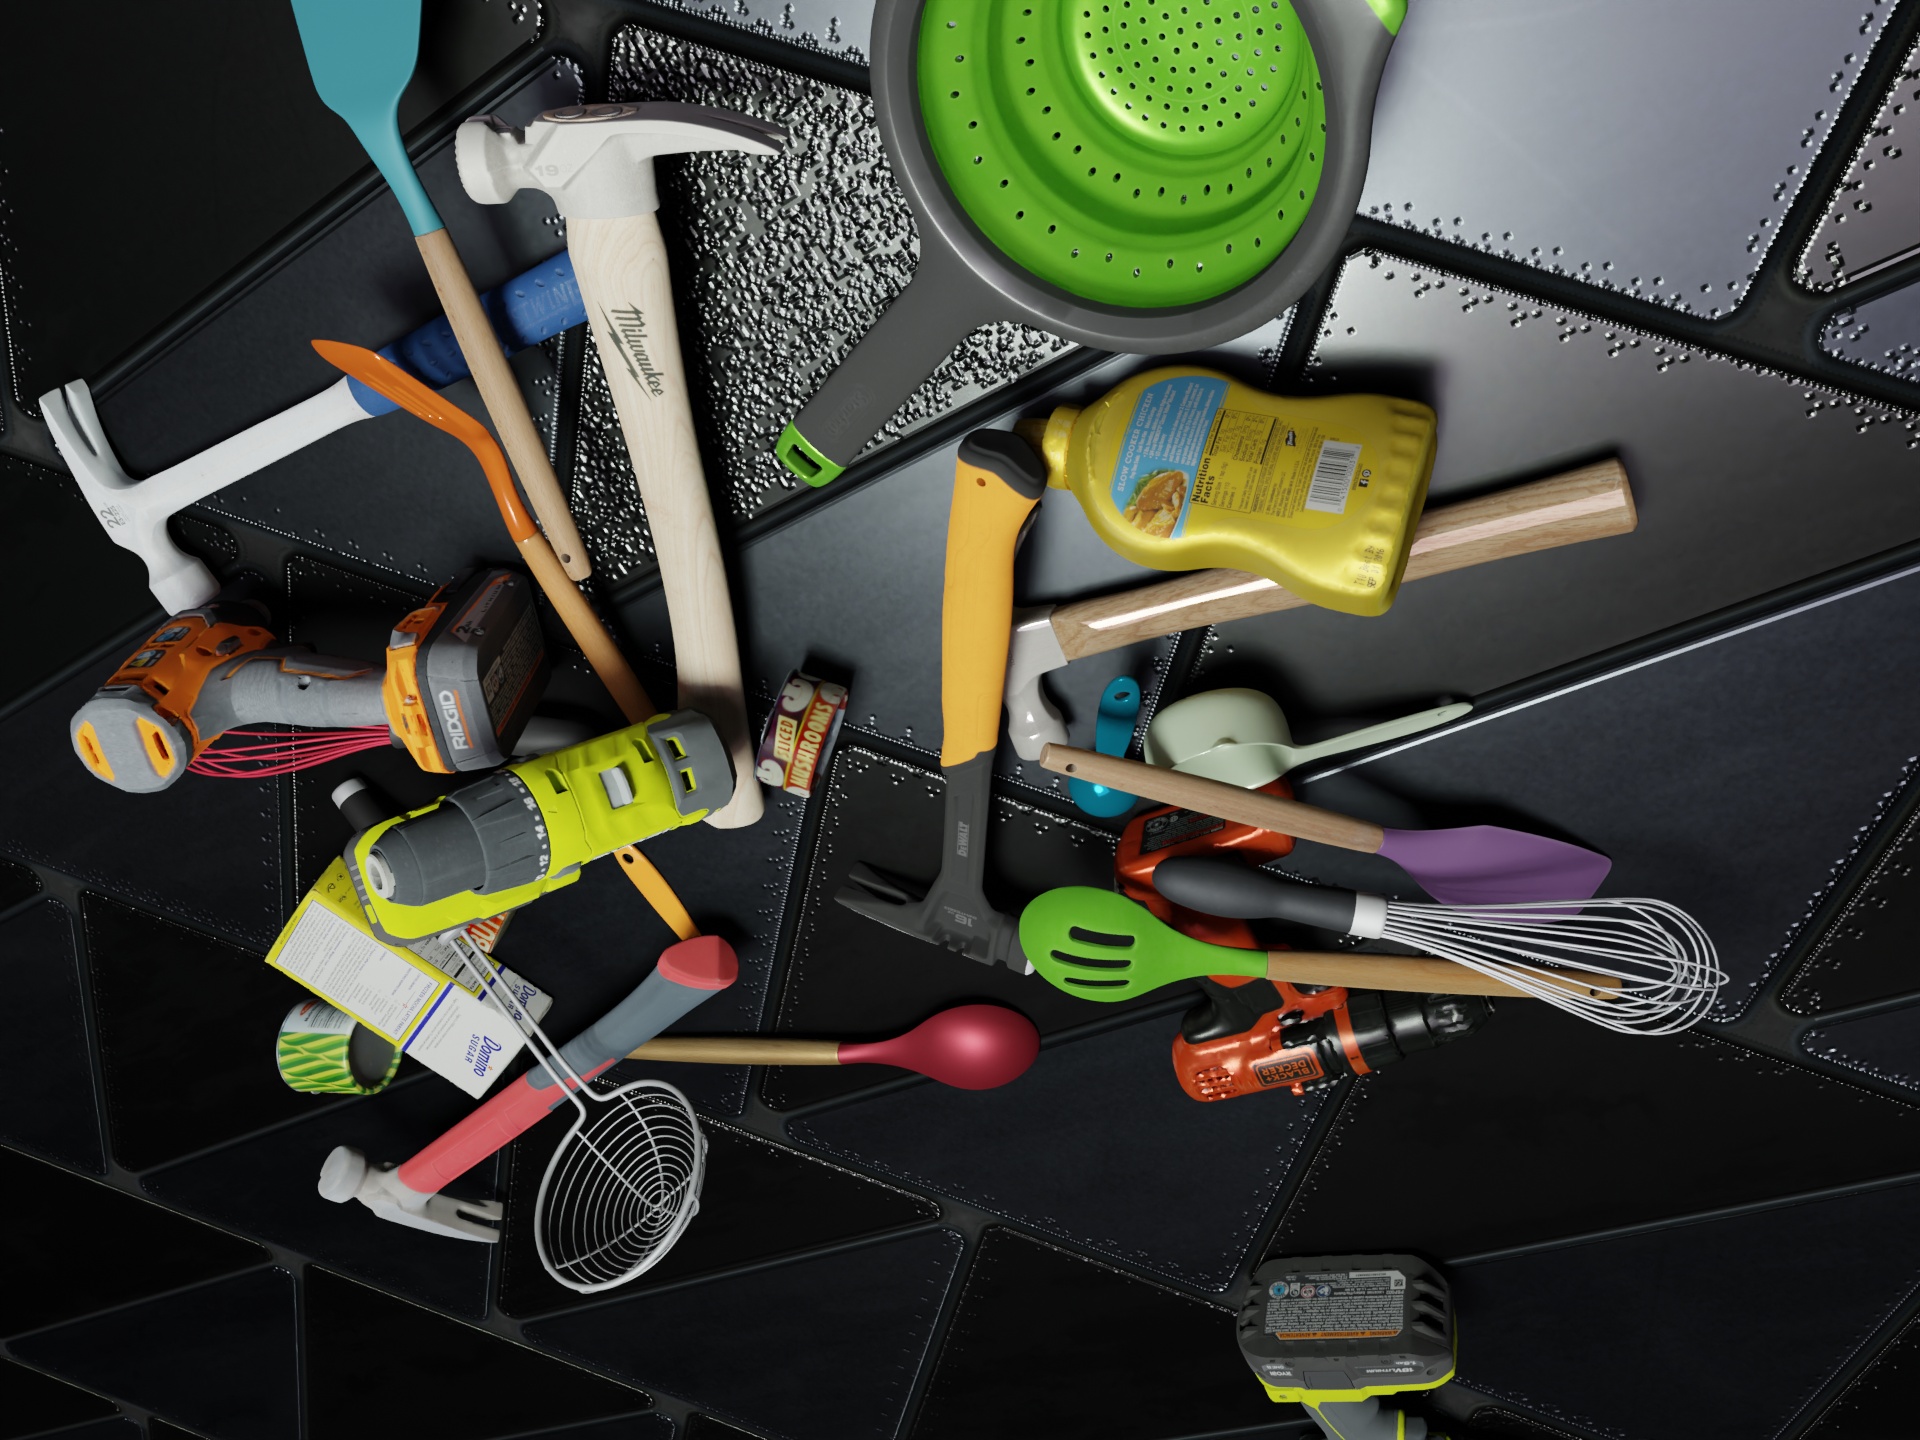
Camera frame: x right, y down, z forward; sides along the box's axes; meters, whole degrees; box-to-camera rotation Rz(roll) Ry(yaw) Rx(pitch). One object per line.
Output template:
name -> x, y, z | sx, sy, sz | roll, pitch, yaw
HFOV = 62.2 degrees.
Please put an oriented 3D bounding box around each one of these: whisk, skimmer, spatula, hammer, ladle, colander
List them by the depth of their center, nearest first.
colander -> 0.031, -0.228, 0.700 | 0.204, 0.094, 0.397 | 41, 142, -11
spatula -> -0.240, -0.216, 0.777 | 0.082, 0.044, 0.317 | -8, 117, 21
hammer -> 0.154, -0.071, 0.783 | 0.331, 0.031, 0.130 | -13, 117, 23
whisk -> 0.238, 0.105, 0.803 | 0.284, 0.070, 0.070 | 10, 124, 8
spatula -> 0.188, 0.056, 0.808 | 0.315, 0.018, 0.059 | 15, 121, -14
hammer -> -0.137, -0.107, 0.824 | 0.146, 0.038, 0.410 | -1, 128, 6
hammer -> -0.001, -0.003, 0.837 | 0.127, 0.034, 0.336 | 18, 132, 16
hammer -> -0.336, -0.178, 0.862 | 0.405, 0.035, 0.144 | -17, 115, 26
spatula -> -0.231, -0.077, 0.863 | 0.081, 0.041, 0.322 | 19, 145, 45
skimmer -> -0.286, 0.177, 0.971 | 0.127, 0.090, 0.363 | -41, 81, 4
whisk -> -0.361, 0.004, 0.973 | 0.296, 0.073, 0.073 | 2, 122, 9
ladle -> -0.101, 0.216, 1.045 | 0.315, 0.031, 0.069 | -4, 121, 21
hammer -> -0.273, 0.257, 1.084 | 0.386, 0.038, 0.143 | -37, 130, 28

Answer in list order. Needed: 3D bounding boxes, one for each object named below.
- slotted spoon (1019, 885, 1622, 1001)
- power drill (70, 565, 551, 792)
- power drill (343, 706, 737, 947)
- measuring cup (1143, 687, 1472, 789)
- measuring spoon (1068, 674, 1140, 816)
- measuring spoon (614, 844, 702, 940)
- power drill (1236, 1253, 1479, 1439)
slotted spoon -> 0.187, 0.128, 0.836 | 0.314, 0.031, 0.070 | 4, 116, 3
power drill -> -0.358, -0.031, 0.904 | 0.226, 0.164, 0.084 | -4, 121, 5
power drill -> -0.253, 0.065, 0.872 | 0.228, 0.190, 0.080 | -21, 90, 52
measuring cup -> 0.175, 0.000, 0.816 | 0.167, 0.038, 0.083 | -14, 157, 4
measuring spoon -> 0.081, 0.018, 0.833 | 0.042, 0.021, 0.128 | -4, 149, -2
measuring spoon -> -0.189, 0.123, 1.020 | 0.021, 0.011, 0.116 | -22, 112, 27
power drill -> 0.284, 0.455, 1.048 | 0.171, 0.080, 0.223 | -11, 121, 24
